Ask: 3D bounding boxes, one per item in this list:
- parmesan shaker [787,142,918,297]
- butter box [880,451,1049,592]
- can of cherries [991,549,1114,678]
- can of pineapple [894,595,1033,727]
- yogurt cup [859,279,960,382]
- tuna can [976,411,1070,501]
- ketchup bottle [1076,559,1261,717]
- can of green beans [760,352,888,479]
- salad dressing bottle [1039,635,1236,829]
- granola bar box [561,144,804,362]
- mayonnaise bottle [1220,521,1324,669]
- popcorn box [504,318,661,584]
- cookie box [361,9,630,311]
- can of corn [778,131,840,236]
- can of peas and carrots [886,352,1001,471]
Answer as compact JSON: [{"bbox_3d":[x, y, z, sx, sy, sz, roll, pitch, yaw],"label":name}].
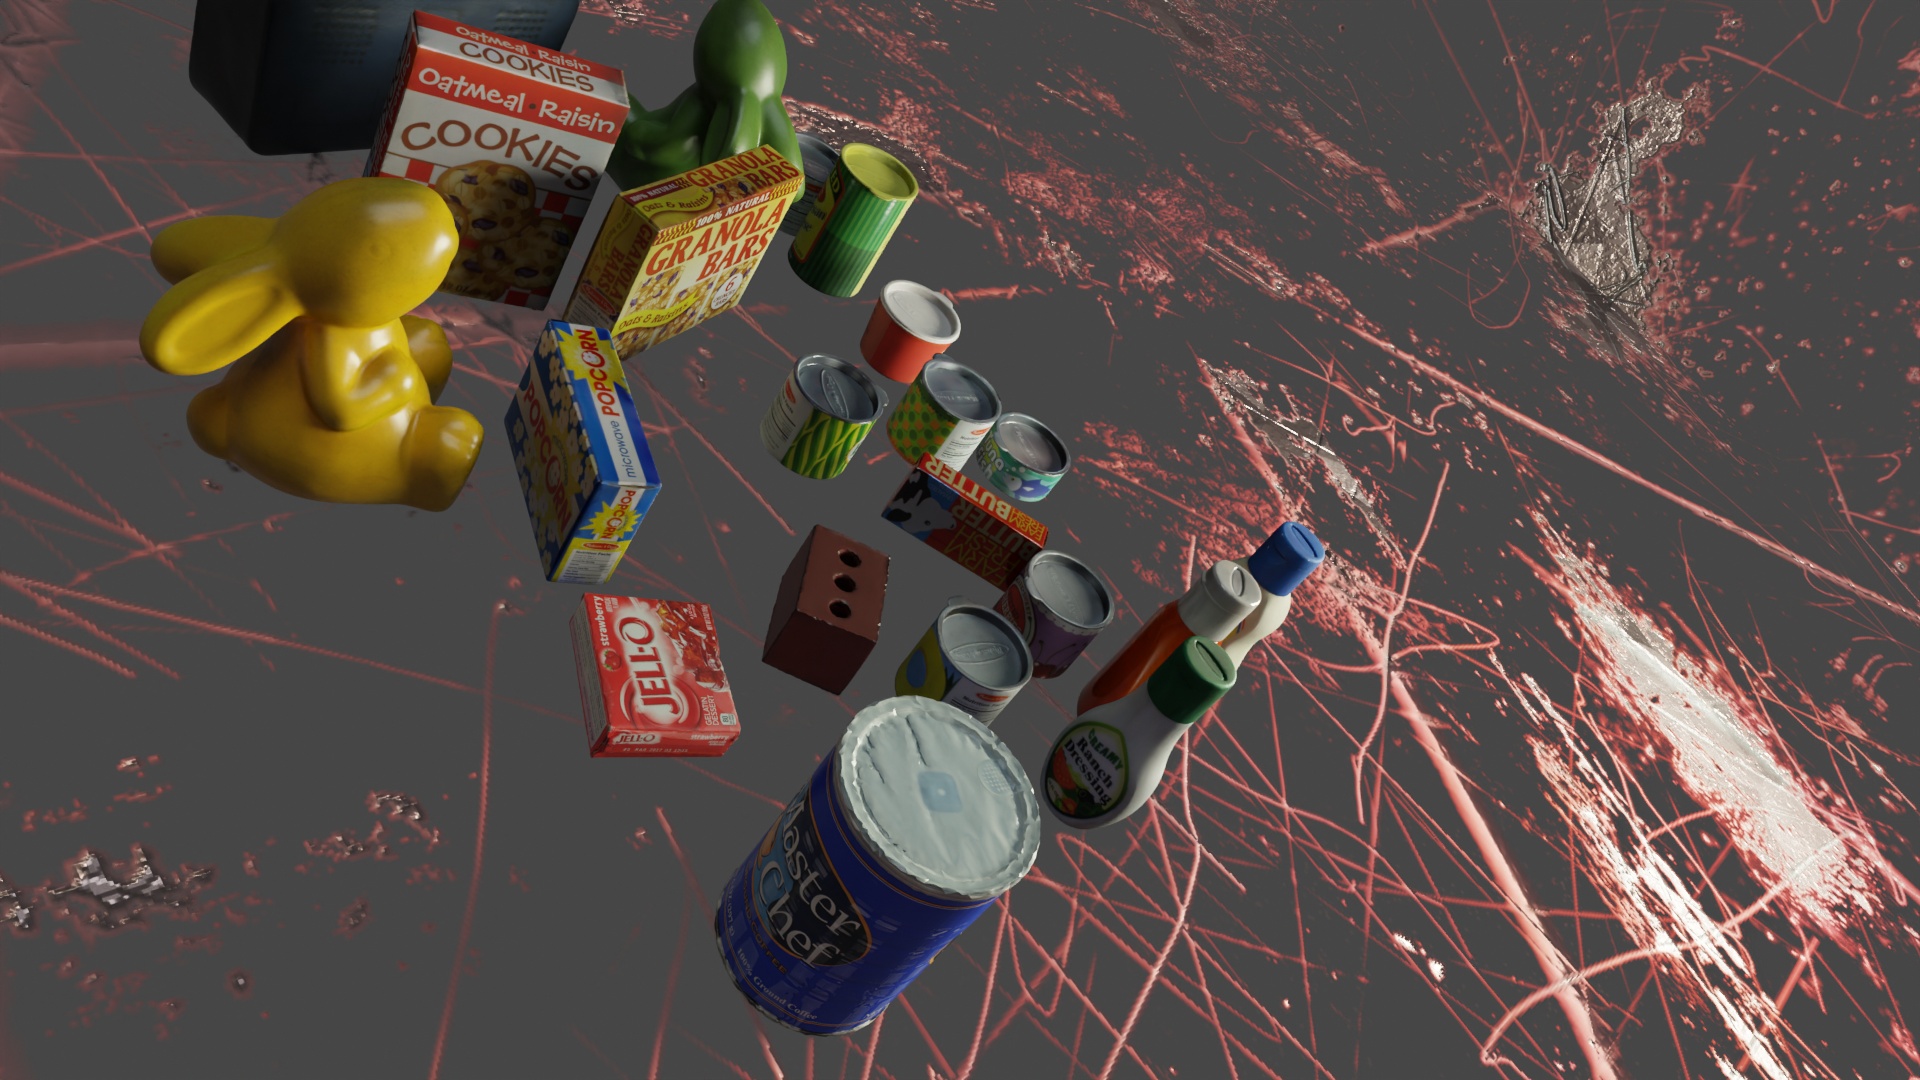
[{"bbox_3d":[-0.086,-0.248,1.087,0.071,0.102,0.072,23,39,-19],"label":"parmesan shaker"},{"bbox_3d":[0.003,-0.012,0.946,0.103,0.053,0.024,32,36,-7],"label":"butter box"},{"bbox_3d":[0.056,0.049,0.919,0.071,0.058,0.072,22,39,-19],"label":"can of cherries"},{"bbox_3d":[0.001,0.079,0.841,0.071,0.057,0.071,22,39,-19],"label":"can of pineapple"},{"bbox_3d":[-0.042,-0.158,1.068,0.072,0.053,0.073,22,39,-19],"label":"yogurt cup"},{"bbox_3d":[0.045,-0.063,1.054,0.071,0.032,0.071,22,39,-19],"label":"tuna can"},{"bbox_3d":[0.130,0.072,0.878,0.043,0.148,0.065,30,37,-10],"label":"ketchup bottle"},{"bbox_3d":[-0.094,-0.084,0.940,0.071,0.057,0.071,22,39,-19],"label":"can of green beans"},{"bbox_3d":[0.103,0.113,0.813,0.044,0.147,0.064,-9,56,-45],"label":"salad dressing bottle"},{"bbox_3d":[-0.186,-0.190,0.925,0.039,0.123,0.166,41,36,4],"label":"granola bar box"},{"bbox_3d":[0.189,0.047,0.955,0.041,0.147,0.065,-3,52,-42],"label":"mayonnaise bottle"},{"bbox_3d":[-0.215,-0.050,0.781,0.038,0.084,0.127,3,48,-38],"label":"popcorn box"},{"bbox_3d":[-0.288,-0.223,0.840,0.123,0.166,0.040,7,46,-35],"label":"cookie box"},{"bbox_3d":[-0.131,-0.292,1.136,0.071,0.058,0.071,22,39,-19],"label":"can of corn"},{"bbox_3d":[-0.014,-0.091,1.014,0.071,0.058,0.071,22,39,-19],"label":"can of peas and carrots"}]
